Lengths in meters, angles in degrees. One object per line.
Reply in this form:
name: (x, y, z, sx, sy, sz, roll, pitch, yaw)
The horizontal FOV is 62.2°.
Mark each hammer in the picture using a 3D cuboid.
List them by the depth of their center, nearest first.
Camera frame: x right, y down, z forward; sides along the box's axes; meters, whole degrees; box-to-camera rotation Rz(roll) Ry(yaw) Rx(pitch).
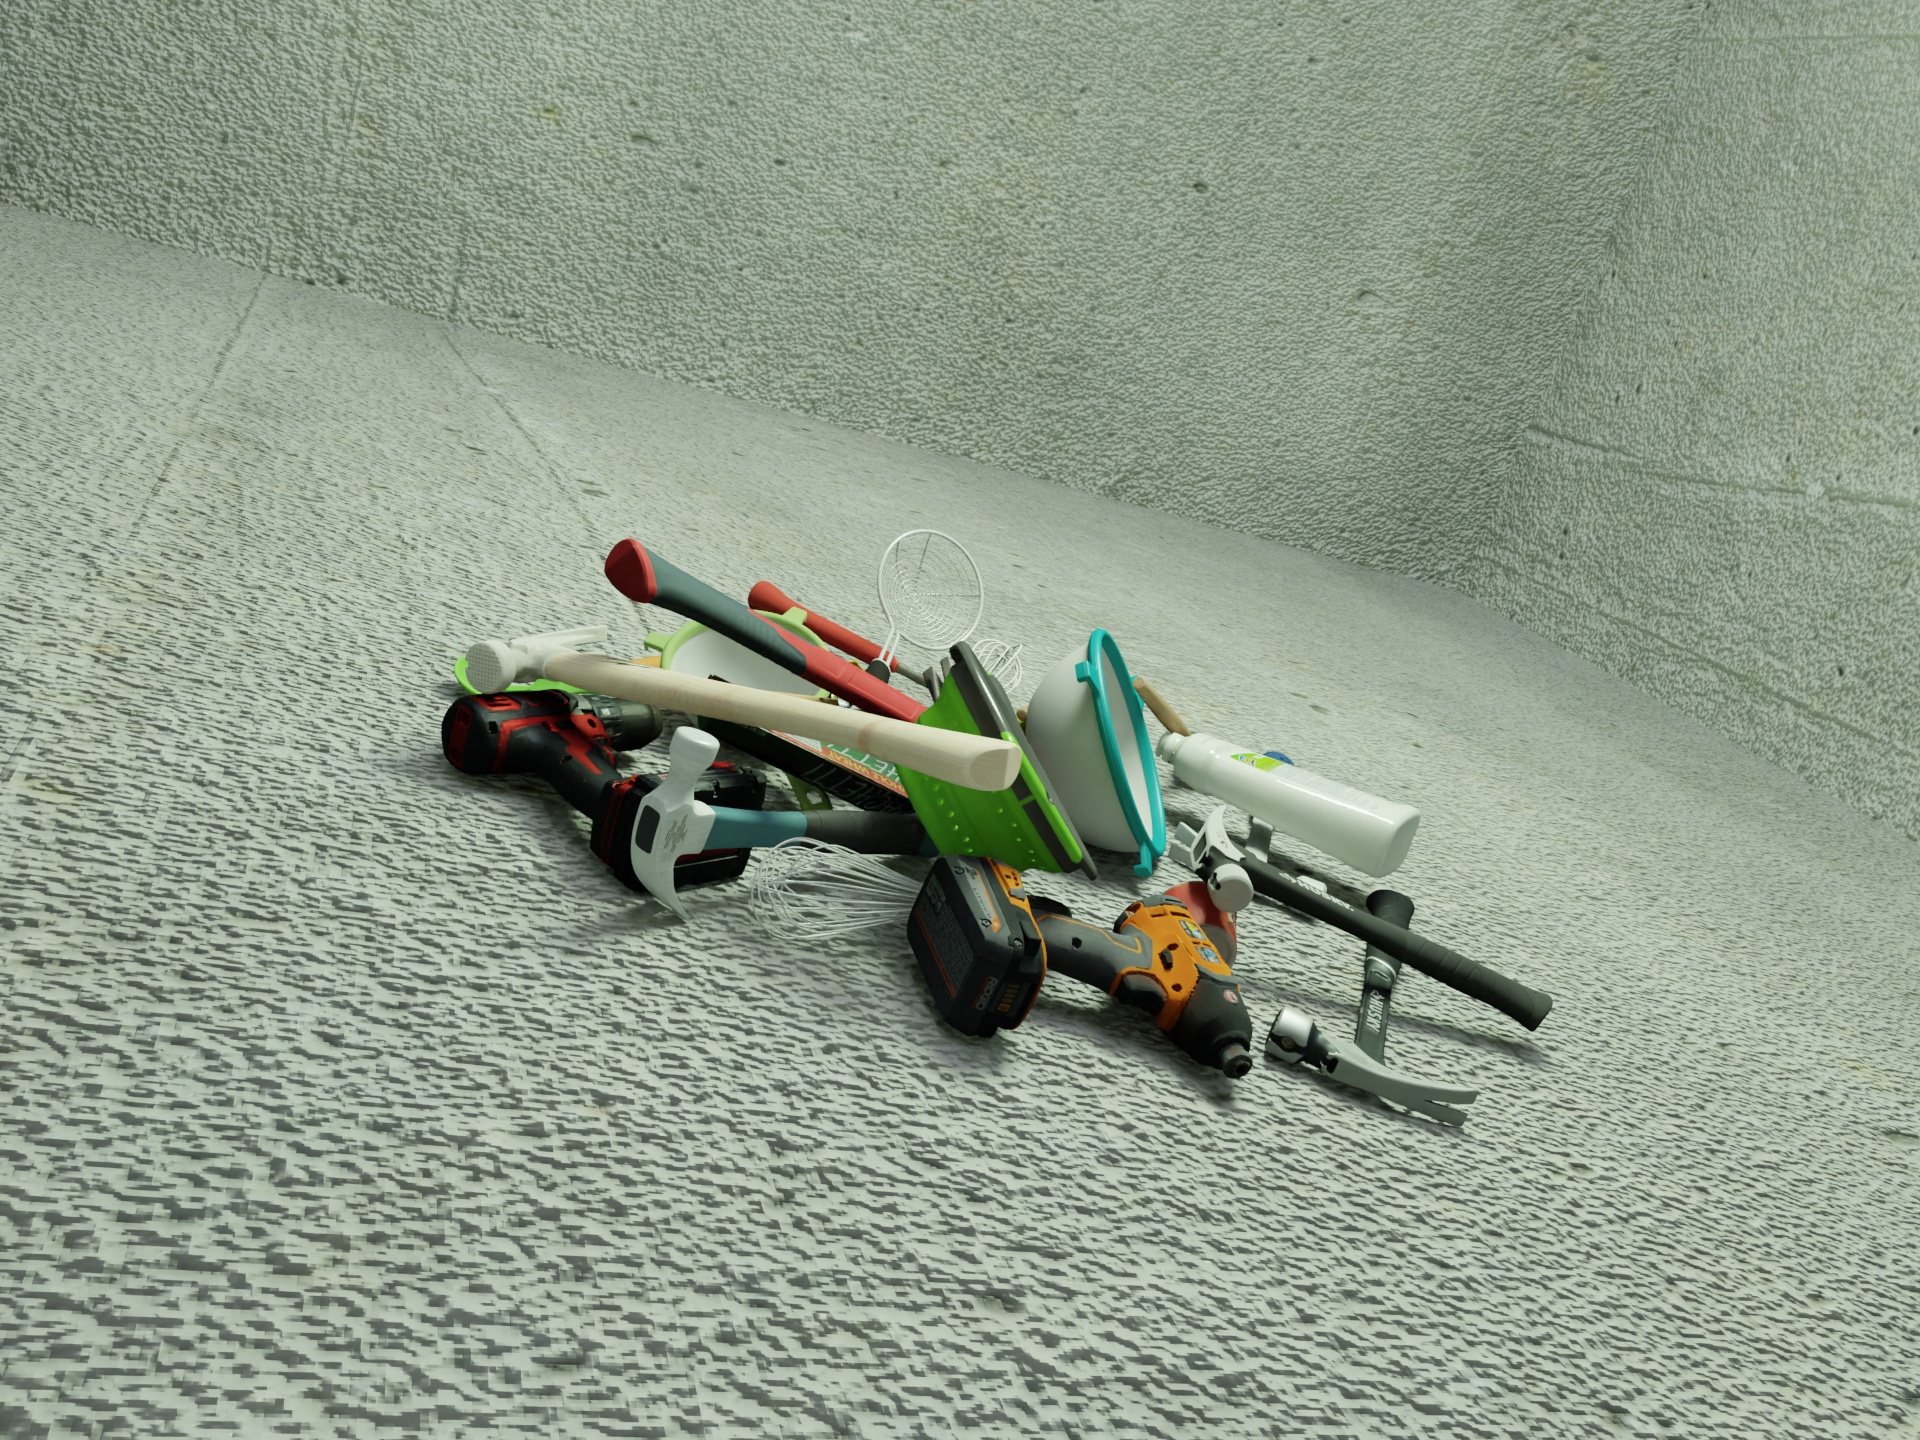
hammer: (-0.146, -0.012, 1.132, 0.411, 0.038, 0.146, 12, 14, 23)
hammer: (-0.109, 0.078, 1.142, 0.033, 0.128, 0.330, 30, 12, 31)
hammer: (0.331, 0.167, 1.273, 0.334, 0.035, 0.146, 26, 18, -11)
hammer: (-0.125, -0.061, 1.285, 0.385, 0.038, 0.143, 30, 37, -42)
hammer: (0.347, 0.213, 1.300, 0.149, 0.036, 0.409, 24, 18, 13)
hammer: (0.303, 0.095, 1.612, 0.144, 0.035, 0.405, 21, 17, 9)
hammer: (-0.101, -0.072, 1.680, 0.359, 0.036, 0.149, 28, 5, 33)

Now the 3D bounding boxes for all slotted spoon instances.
slotted spoon: (-0.258, -0.023, 1.314, 0.313, 0.031, 0.070, 5, 35, -3)

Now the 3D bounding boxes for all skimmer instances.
skimmer: (-0.045, -0.084, 1.510, 0.127, 0.090, 0.363, 53, 18, -14)

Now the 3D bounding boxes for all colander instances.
colander: (0.009, 0.032, 1.270, 0.204, 0.094, 0.397, 60, 3, -13)

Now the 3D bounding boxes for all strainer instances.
strainer: (-0.166, 0.010, 1.365, 0.151, 0.069, 0.257, -12, 49, -23)
strainer: (0.123, 0.015, 1.488, 0.095, 0.211, 0.340, -15, 11, 13)

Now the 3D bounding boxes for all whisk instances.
whisk: (-0.027, 0.132, 1.141, 0.284, 0.070, 0.070, 12, 18, -37)
whisk: (-0.002, -0.005, 1.472, 0.057, 0.059, 0.246, 49, 42, -10)

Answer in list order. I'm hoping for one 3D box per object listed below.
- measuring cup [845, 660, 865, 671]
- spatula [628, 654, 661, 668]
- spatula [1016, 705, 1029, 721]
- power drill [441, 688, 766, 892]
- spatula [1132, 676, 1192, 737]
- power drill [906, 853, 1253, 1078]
measuring cup: (-0.074, -0.011, 1.549, 0.156, 0.062, 0.029, 25, -1, -20)
spatula: (-0.255, -0.050, 1.514, 0.081, 0.041, 0.322, 28, 24, 29)
spatula: (0.105, 0.000, 1.601, 0.082, 0.044, 0.317, 26, 9, 17)
power drill: (-0.245, 0.036, 1.172, 0.227, 0.080, 0.187, 26, 18, 33)
spatula: (0.225, 0.012, 1.616, 0.060, 0.018, 0.315, 22, -8, 28)
power drill: (0.092, 0.173, 1.081, 0.226, 0.084, 0.164, 14, 24, -26)
